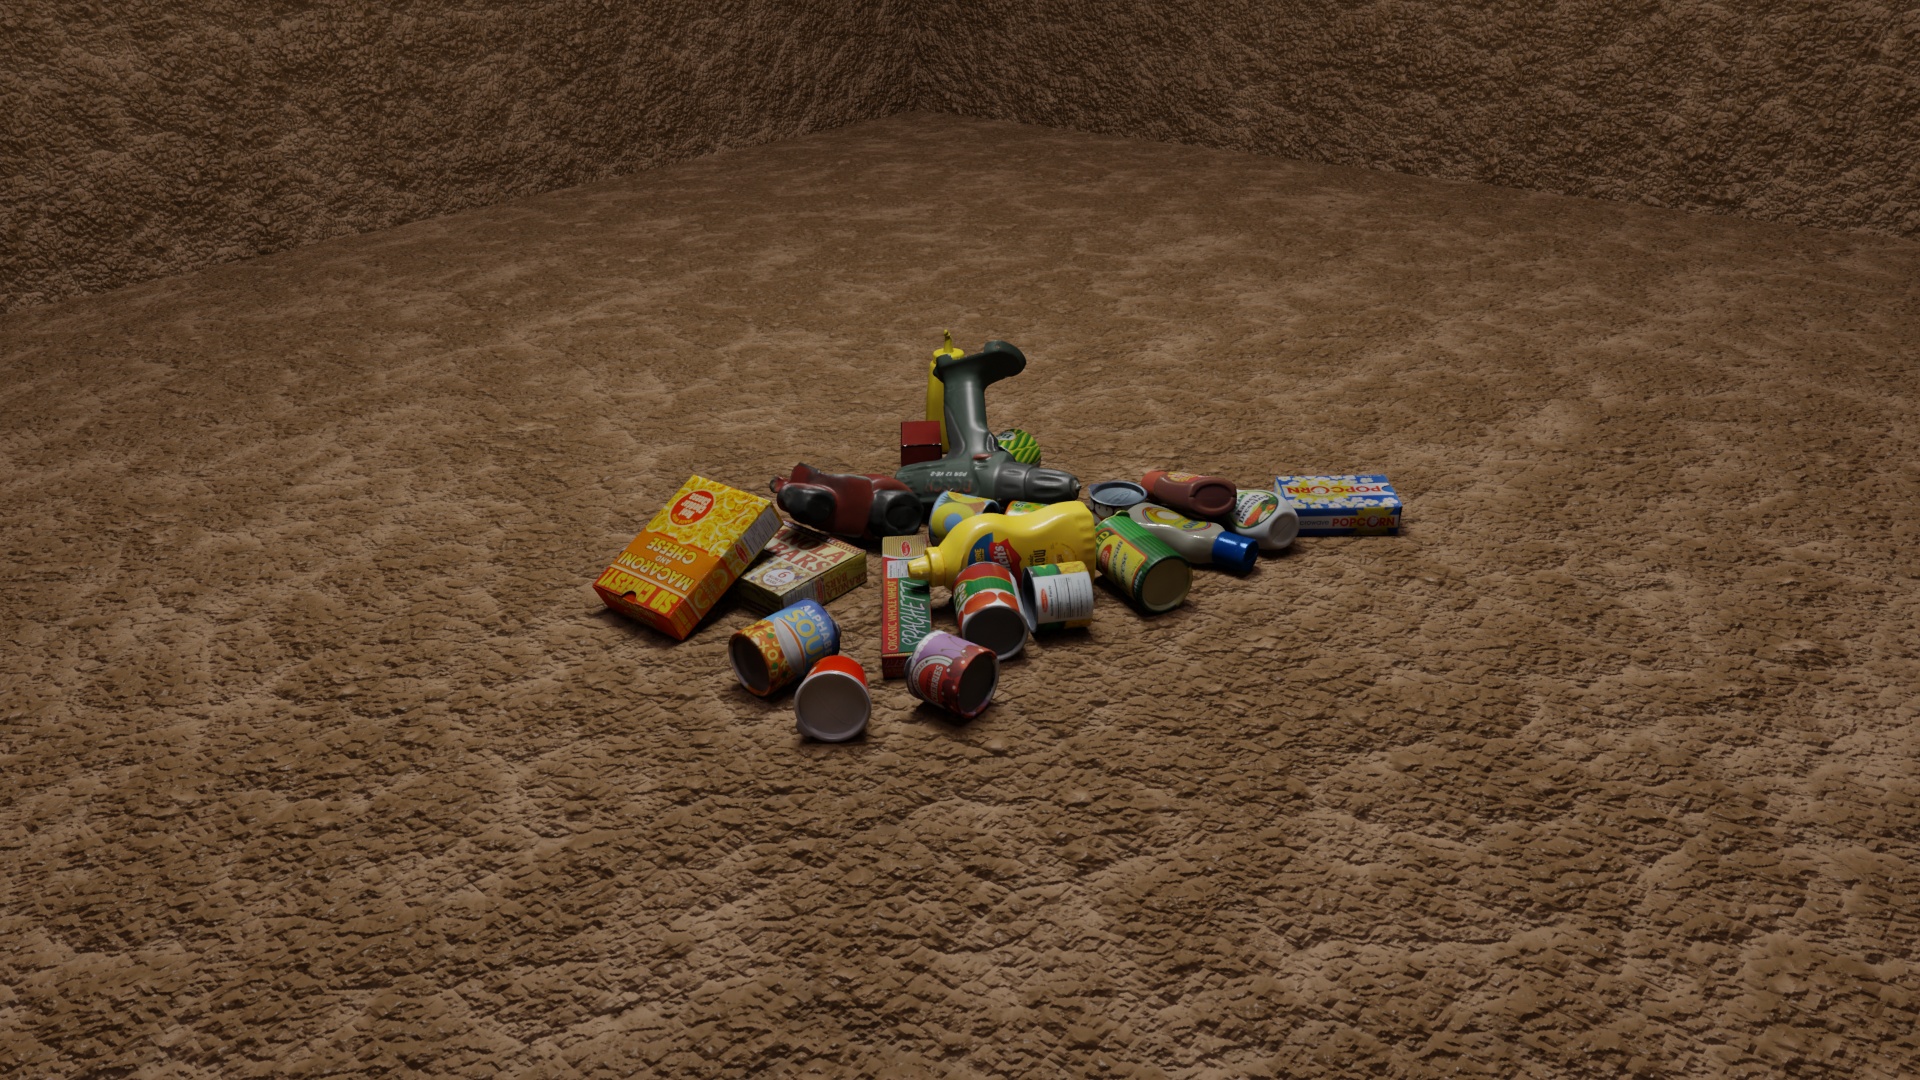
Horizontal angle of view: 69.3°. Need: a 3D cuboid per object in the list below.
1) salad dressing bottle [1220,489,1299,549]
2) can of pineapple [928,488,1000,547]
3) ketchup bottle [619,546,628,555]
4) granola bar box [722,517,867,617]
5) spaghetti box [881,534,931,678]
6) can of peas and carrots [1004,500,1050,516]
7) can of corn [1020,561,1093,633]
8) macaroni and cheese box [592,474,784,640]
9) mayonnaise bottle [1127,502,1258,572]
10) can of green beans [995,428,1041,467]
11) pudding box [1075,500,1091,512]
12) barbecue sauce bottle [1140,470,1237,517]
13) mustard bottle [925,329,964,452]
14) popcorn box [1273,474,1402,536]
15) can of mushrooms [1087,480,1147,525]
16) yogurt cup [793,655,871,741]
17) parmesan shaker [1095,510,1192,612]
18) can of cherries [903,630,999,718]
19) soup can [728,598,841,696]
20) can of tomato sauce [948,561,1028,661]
[{"bbox_3d":[0.315,-0.034,1.550,0.064,0.044,0.148,-46,31,-6],"label":"salad dressing bottle"},{"bbox_3d":[0.005,-0.019,1.523,0.058,0.070,0.071,12,30,24],"label":"can of pineapple"},{"bbox_3d":[-0.306,0.000,1.537,0.064,0.043,0.149,8,27,44],"label":"ketchup bottle"},{"bbox_3d":[-0.201,0.025,1.485,0.166,0.039,0.125,20,34,36],"label":"granola bar box"},{"bbox_3d":[-0.055,0.062,1.412,0.050,0.028,0.251,-3,27,-1],"label":"spaghetti box"},{"bbox_3d":[0.081,-0.010,1.499,0.059,0.070,0.071,7,28,18],"label":"can of peas and carrots"},{"bbox_3d":[0.095,0.055,1.376,0.058,0.070,0.071,-6,27,-9],"label":"can of corn"},{"bbox_3d":[-0.283,0.014,1.441,0.124,0.040,0.167,18,57,36],"label":"macaroni and cheese box"},{"bbox_3d":[0.249,-0.003,1.503,0.148,0.041,0.065,18,28,35],"label":"mayonnaise bottle"},{"bbox_3d":[0.056,-0.095,1.672,0.071,0.071,0.058,13,30,28],"label":"can of green beans"},{"bbox_3d":[0.104,-0.032,1.585,0.050,0.030,0.084,-19,32,-32],"label":"pudding box"},{"bbox_3d":[0.250,-0.055,1.566,0.065,0.043,0.148,0,7,-18],"label":"barbecue sauce bottle"},{"bbox_3d":[-0.013,-0.192,1.766,0.065,0.159,0.049,-1,25,-1],"label":"mustard bottle"},{"bbox_3d":[0.424,-0.040,1.568,0.127,0.038,0.085,-1,26,3],"label":"popcorn box"},{"bbox_3d":[0.179,-0.041,1.594,0.071,0.033,0.071,-2,28,1],"label":"can of mushrooms"},{"bbox_3d":[-0.112,0.137,1.234,0.072,0.072,0.054,-2,19,0],"label":"yogurt cup"},{"bbox_3d":[0.184,0.021,1.428,0.071,0.071,0.103,-14,29,-22],"label":"parmesan shaker"},{"bbox_3d":[-0.008,0.122,1.251,0.058,0.071,0.072,19,34,33],"label":"can of cherries"},{"bbox_3d":[-0.164,0.100,1.303,0.071,0.071,0.084,22,36,39],"label":"soup can"},{"bbox_3d":[0.026,0.070,1.351,0.071,0.070,0.083,-5,28,-5],"label":"can of tomato sauce"}]
